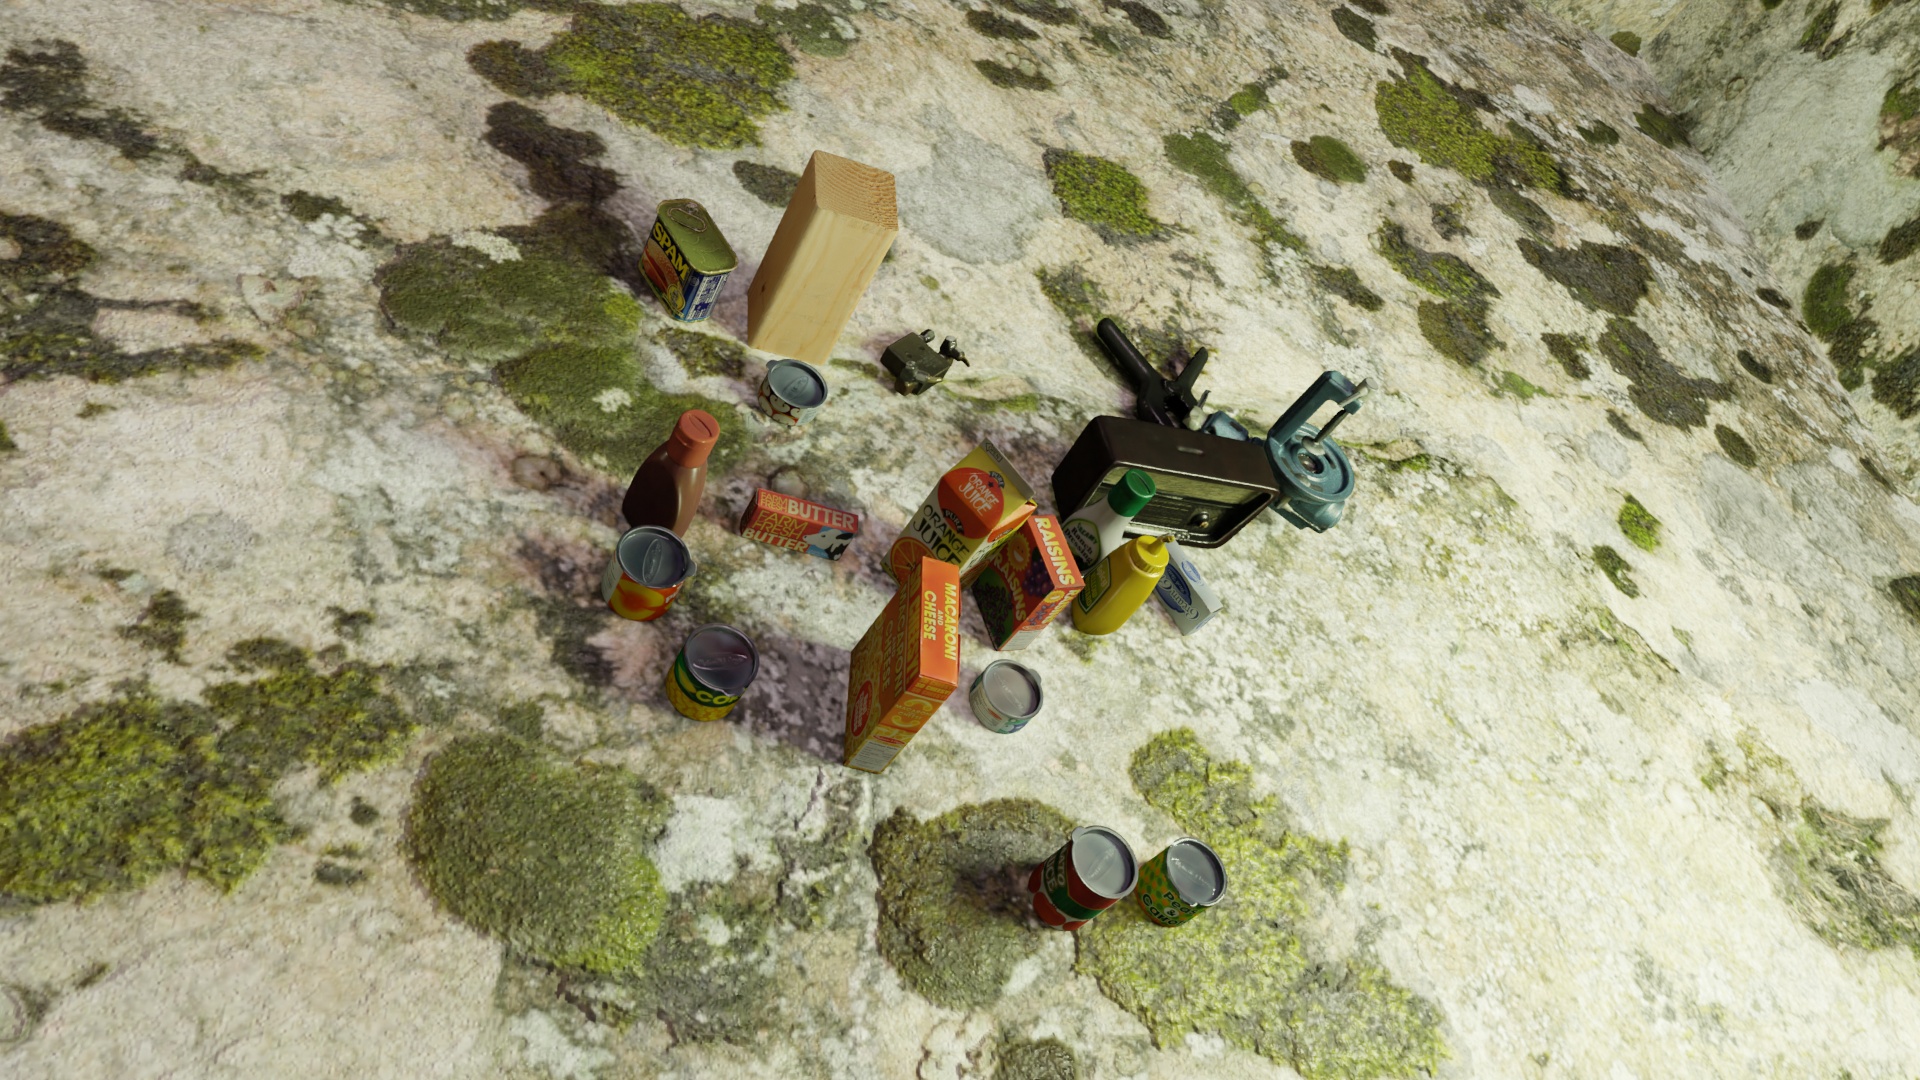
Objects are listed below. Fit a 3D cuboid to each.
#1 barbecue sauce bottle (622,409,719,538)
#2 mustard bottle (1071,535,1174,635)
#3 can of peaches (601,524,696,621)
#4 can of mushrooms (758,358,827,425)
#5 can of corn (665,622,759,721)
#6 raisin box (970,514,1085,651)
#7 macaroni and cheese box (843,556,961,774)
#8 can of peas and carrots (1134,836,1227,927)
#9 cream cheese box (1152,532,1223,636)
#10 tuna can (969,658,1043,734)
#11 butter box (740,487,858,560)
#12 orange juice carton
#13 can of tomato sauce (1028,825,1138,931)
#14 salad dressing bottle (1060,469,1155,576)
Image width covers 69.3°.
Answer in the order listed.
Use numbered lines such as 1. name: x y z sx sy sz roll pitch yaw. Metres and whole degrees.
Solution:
1. barbecue sauce bottle: -0.255 -0.057 1.235 0.065 0.147 0.044 46 46 8
2. mustard bottle: 0.169 0.036 1.411 0.049 0.159 0.065 15 49 -21
3. can of peaches: -0.274 0.030 1.218 0.071 0.057 0.071 17 49 -20
4. can of mushrooms: -0.176 -0.155 1.440 0.071 0.033 0.071 17 49 -20
5. can of corn: -0.212 0.116 1.188 0.071 0.058 0.071 17 49 -20
6. raisin box: 0.064 0.043 1.368 0.040 0.122 0.086 -1 57 -32
7. macaroni and cheese box: -0.051 0.111 1.214 0.040 0.165 0.124 17 49 -20
8. can of peas and carrots: 0.202 0.318 1.281 0.071 0.058 0.071 17 49 -20
9. cream cheese box: 0.237 0.048 1.518 0.024 0.053 0.104 -19 67 -40
10. tuna can: 0.045 0.149 1.336 0.071 0.032 0.071 17 49 -20
11. butter box: -0.155 -0.014 1.329 0.103 0.052 0.024 16 49 -21
12. orange juice carton: 0.005 -0.017 1.330 0.073 0.191 0.072 -29 74 -43
13. can of tomato sauce: 0.105 0.297 1.221 0.071 0.082 0.071 17 49 -20
14. salad dressing bottle: 0.150 -0.019 1.452 0.044 0.147 0.064 -24 71 -41
